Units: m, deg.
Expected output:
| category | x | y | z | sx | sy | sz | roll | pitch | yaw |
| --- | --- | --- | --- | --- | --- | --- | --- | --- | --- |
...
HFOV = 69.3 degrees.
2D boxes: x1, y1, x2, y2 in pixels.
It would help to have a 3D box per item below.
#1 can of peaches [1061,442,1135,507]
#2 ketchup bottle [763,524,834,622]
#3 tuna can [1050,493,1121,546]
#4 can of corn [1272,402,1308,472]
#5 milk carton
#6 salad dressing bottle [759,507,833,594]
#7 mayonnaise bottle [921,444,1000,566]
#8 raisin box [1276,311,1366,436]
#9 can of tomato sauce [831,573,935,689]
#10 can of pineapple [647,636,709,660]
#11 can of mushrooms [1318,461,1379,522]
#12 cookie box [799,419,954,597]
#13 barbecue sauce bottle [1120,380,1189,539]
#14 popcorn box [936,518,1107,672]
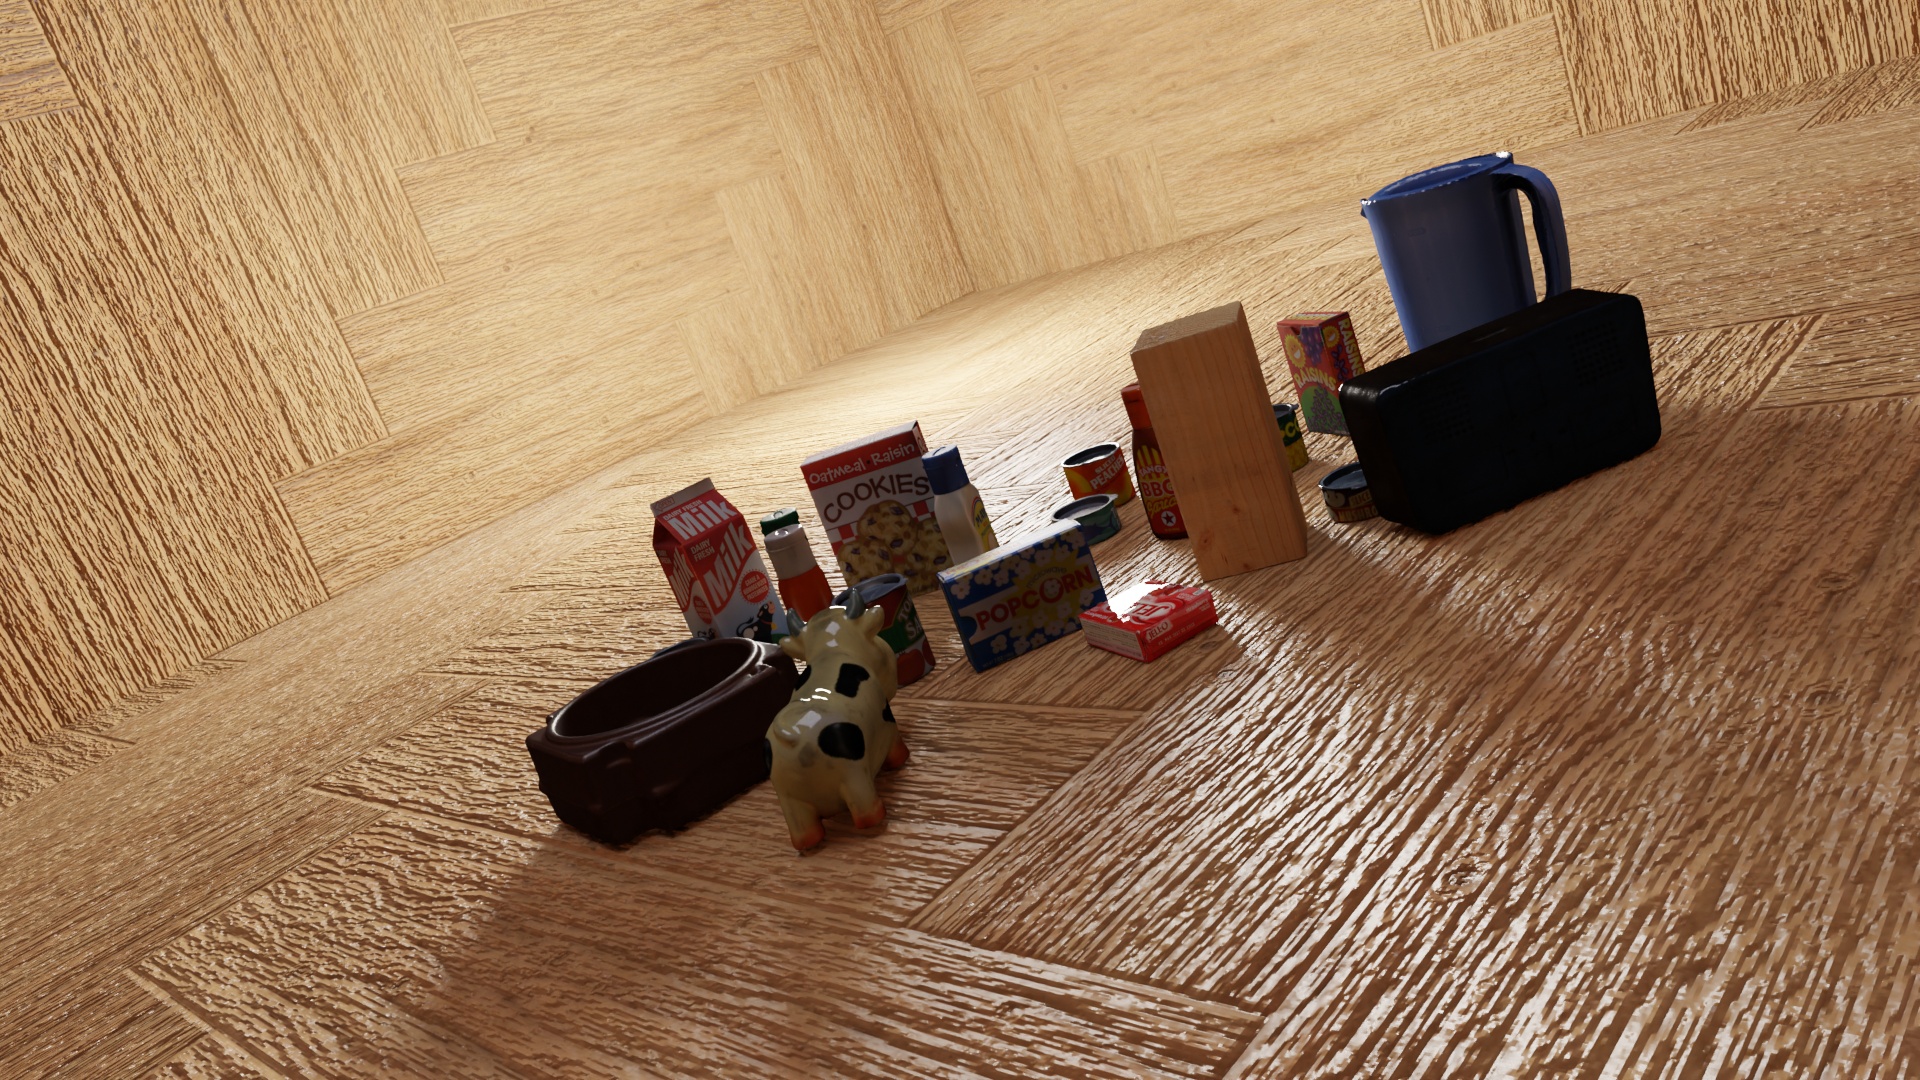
| category | x | y | z | sx | sy | sz | roll | pitch | yaw |
| --- | --- | --- | --- | --- | --- | --- | --- | --- | --- |
| can of peaches | 0.148 | -0.065 | 1.477 | 0.071 | 0.058 | 0.071 | -19 | 15 | 5 |
| ketchup bottle | -0.130 | 0.060 | 1.219 | 0.043 | 0.148 | 0.065 | -23 | 15 | -12 |
| tuna can | 0.128 | -0.020 | 1.390 | 0.071 | 0.032 | 0.071 | -19 | 15 | 5 |
| can of corn | 0.310 | -0.099 | 1.384 | 0.071 | 0.058 | 0.071 | -19 | 15 | 5 |
| milk carton | -0.237 | 0.037 | 1.356 | 0.072 | 0.190 | 0.073 | -30 | 17 | -33 |
| salad dressing bottle | -0.145 | 0.043 | 1.302 | 0.044 | 0.147 | 0.064 | -22 | 15 | -7 |
| mayonnaise bottle | 0.005 | -0.016 | 1.316 | 0.041 | 0.147 | 0.065 | -14 | 16 | 23 |
| raisin box | 0.378 | -0.172 | 1.431 | 0.040 | 0.123 | 0.086 | -24 | 15 | -13 |
| can of tomato sauce | -0.064 | 0.079 | 1.194 | 0.071 | 0.083 | 0.071 | -19 | 15 | 5 |
| can of pineapple | -0.258 | 0.131 | 1.312 | 0.071 | 0.057 | 0.071 | -19 | 15 | 5 |
| can of mushrooms | 0.344 | -0.042 | 1.190 | 0.071 | 0.033 | 0.071 | -19 | 15 | 5 |
| cookie box | -0.074 | -0.023 | 1.404 | 0.123 | 0.167 | 0.040 | -17 | 15 | 11 |
| barbecue sauce bottle | 0.188 | -0.076 | 1.287 | 0.065 | 0.148 | 0.044 | -6 | 20 | 44 |
| popcorn box | 0.053 | 0.045 | 1.159 | 0.127 | 0.085 | 0.038 | -23 | 15 | -10 |
